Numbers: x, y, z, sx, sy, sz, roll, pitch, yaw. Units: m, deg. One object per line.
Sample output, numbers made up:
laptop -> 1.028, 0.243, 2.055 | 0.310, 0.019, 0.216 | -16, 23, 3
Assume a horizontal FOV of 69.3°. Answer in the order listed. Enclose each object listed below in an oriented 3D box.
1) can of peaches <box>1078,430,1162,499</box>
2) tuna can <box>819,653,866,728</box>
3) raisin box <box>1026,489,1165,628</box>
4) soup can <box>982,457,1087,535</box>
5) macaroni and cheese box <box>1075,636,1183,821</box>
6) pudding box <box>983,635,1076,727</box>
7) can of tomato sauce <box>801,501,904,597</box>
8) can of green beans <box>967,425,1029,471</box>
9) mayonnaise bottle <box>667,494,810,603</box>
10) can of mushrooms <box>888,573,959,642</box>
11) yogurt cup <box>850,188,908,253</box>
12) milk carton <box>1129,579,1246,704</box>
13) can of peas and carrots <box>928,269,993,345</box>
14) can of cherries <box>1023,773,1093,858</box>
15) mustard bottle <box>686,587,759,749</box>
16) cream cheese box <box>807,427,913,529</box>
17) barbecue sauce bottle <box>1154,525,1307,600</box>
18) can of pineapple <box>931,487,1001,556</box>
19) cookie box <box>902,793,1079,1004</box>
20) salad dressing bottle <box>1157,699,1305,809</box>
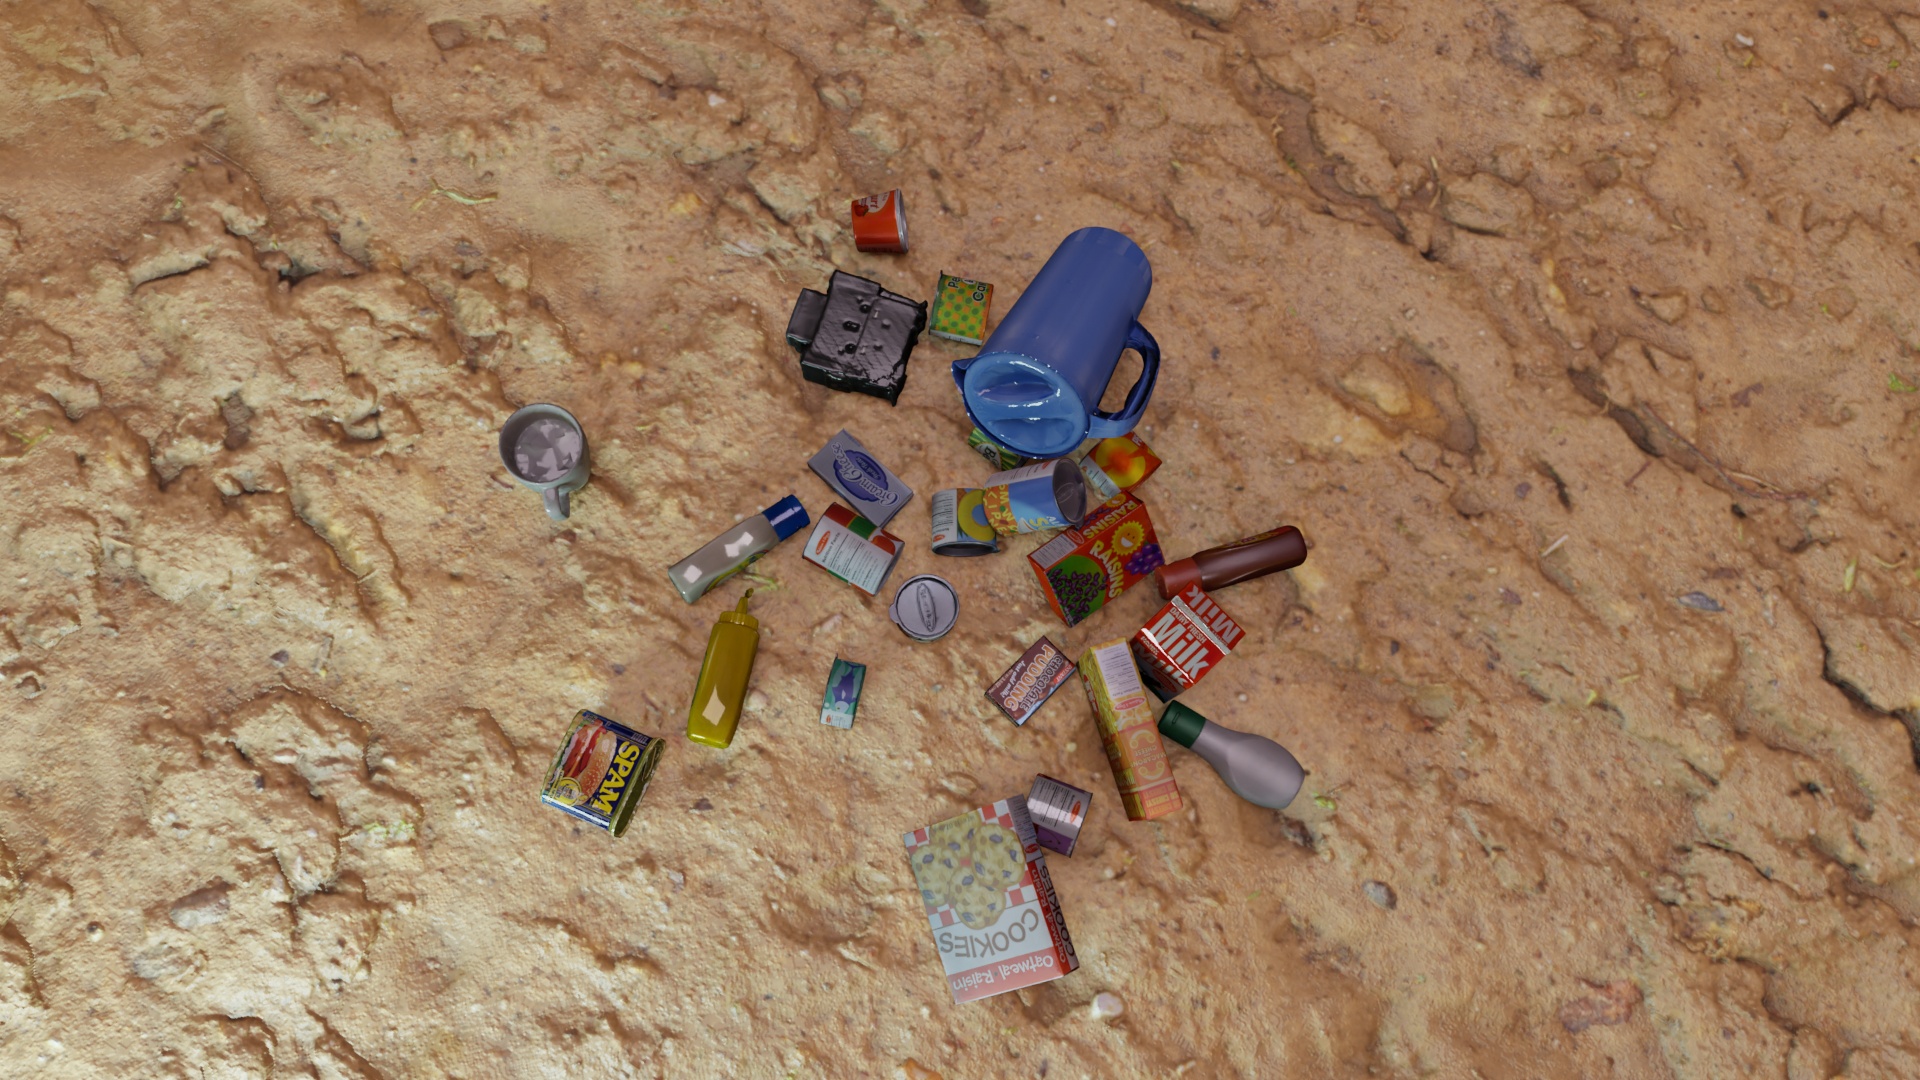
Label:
can of peaches -> 0.167, -0.081, 1.429 | 0.071, 0.071, 0.058 | -40, 82, -10
tuna can -> -0.114, 0.148, 1.362 | 0.033, 0.071, 0.071 | 13, 77, -1
raisin box -> 0.138, 0.018, 1.395 | 0.123, 0.085, 0.040 | -34, 37, -10
soup can -> 0.075, -0.040, 1.380 | 0.083, 0.071, 0.071 | -11, 75, 33
macaroni and cheese box -> 0.162, 0.184, 1.338 | 0.040, 0.123, 0.166 | -17, 79, -5
pudding box -> 0.070, 0.141, 1.391 | 0.084, 0.030, 0.050 | -43, 83, -11
can of tomato sauce -> -0.106, 0.009, 1.397 | 0.083, 0.071, 0.071 | 29, 77, 4
can of green beans -> 0.049, -0.108, 1.430 | 0.058, 0.071, 0.071 | 38, 78, 6
mayonnaise bottle -> -0.221, 0.007, 1.394 | 0.148, 0.064, 0.041 | -33, 84, -13
can of mushrooms -> -0.037, 0.069, 1.401 | 0.071, 0.033, 0.071 | 1, 77, -3
yogurt cup -> -0.086, -0.338, 1.480 | 0.054, 0.072, 0.072 | -6, 77, 4
milk carton -> 0.211, 0.096, 1.326 | 0.073, 0.190, 0.072 | -43, 83, -11
can of peas and carrots -> 0.001, -0.245, 1.459 | 0.059, 0.071, 0.071 | 12, 77, -1
can of cherries -> 0.090, 0.267, 1.344 | 0.058, 0.071, 0.071 | 20, 77, 7
mustard bottle -> -0.229, 0.122, 1.366 | 0.049, 0.065, 0.161 | 13, 71, -5
cream cheese box -> -0.103, -0.063, 1.433 | 0.104, 0.024, 0.053 | 42, 79, 7
barbecue sauce bottle -> 0.272, 0.024, 1.409 | 0.149, 0.065, 0.043 | -16, 86, -8
can of pineapple -> 0.005, -0.018, 1.408 | 0.071, 0.071, 0.058 | 0, 77, -3
cookie box -> 0.028, 0.338, 1.308 | 0.122, 0.040, 0.167 | -25, 77, 28
salad dressing bottle -> 0.267, 0.210, 1.378 | 0.148, 0.044, 0.064 | 31, 79, 6
